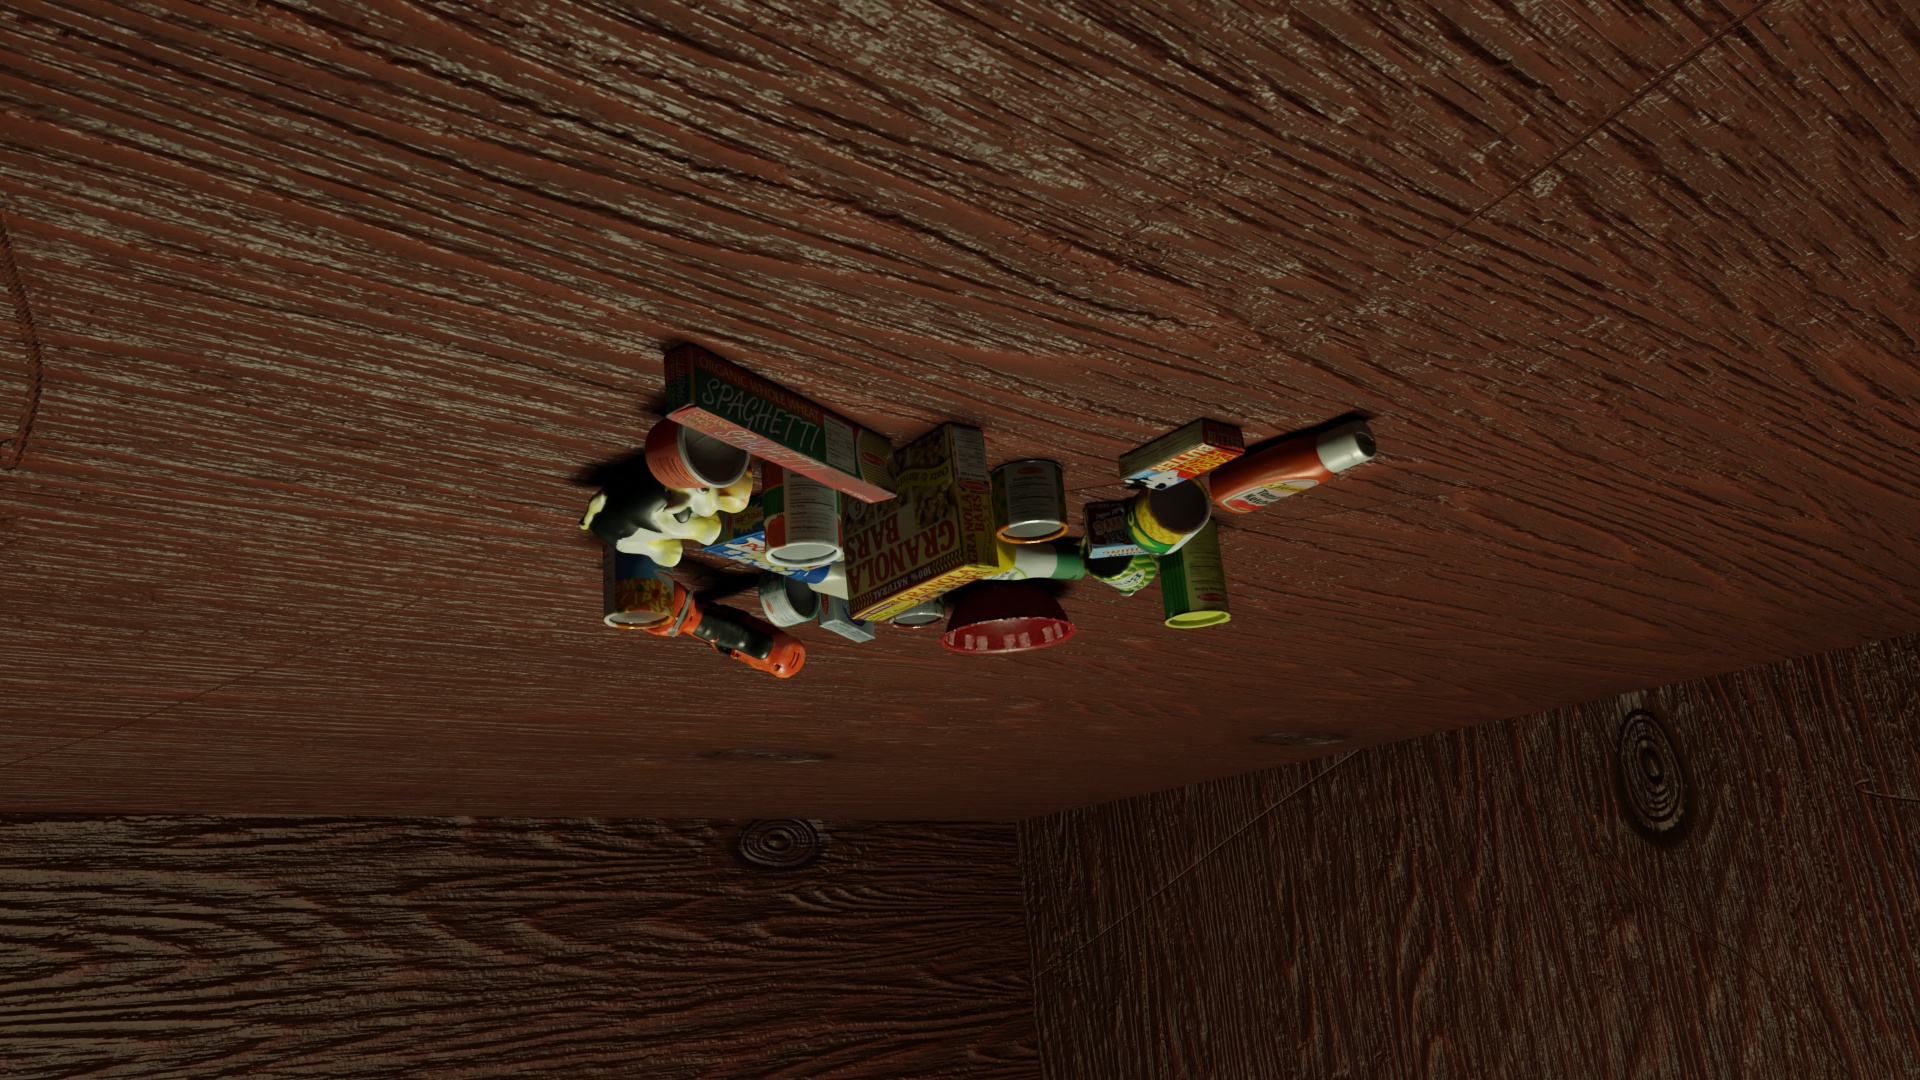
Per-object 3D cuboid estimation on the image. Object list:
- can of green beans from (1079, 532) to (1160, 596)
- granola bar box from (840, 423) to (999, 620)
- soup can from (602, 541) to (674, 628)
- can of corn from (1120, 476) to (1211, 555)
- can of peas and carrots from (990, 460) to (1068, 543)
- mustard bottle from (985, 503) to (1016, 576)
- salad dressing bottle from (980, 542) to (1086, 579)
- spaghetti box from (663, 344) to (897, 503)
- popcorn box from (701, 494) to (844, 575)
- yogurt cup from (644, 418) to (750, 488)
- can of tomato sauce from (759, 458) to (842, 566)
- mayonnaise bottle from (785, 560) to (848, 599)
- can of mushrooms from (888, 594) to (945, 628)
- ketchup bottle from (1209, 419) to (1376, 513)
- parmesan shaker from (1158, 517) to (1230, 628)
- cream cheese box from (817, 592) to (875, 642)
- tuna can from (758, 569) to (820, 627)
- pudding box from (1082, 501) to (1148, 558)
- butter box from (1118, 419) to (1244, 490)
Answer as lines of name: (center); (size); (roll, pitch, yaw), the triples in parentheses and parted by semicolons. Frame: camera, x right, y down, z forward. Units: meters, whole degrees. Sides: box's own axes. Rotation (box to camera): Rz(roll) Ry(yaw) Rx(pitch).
can of green beans: (0.162, 0.014, 1.413); (0.071, 0.071, 0.058); (-15, 159, 28)
granola bar box: (-0.040, -0.012, 1.178); (0.039, 0.124, 0.165); (8, 158, -37)
soup can: (-0.303, 0.036, 1.317); (0.071, 0.084, 0.071); (-5, 162, -2)
can of corn: (0.191, -0.028, 1.297); (0.071, 0.071, 0.058); (0, 161, -14)
can of peas and carrots: (0.062, -0.033, 1.250); (0.071, 0.059, 0.070); (-4, 162, -1)
mustard bottle: (0.005, -0.016, 1.287); (0.049, 0.065, 0.160); (-17, 154, 17)
salad dressing bottle: (0.060, 0.019, 1.436); (0.148, 0.044, 0.064); (3, 162, -25)
spaghetti box: (-0.130, -0.083, 1.053); (0.028, 0.050, 0.250); (-17, 159, 28)
popcorn box: (-0.171, -0.004, 1.307); (0.085, 0.038, 0.126); (-14, 160, 29)
yogurt cup: (-0.202, -0.070, 1.054); (0.054, 0.072, 0.072); (-10, 163, 40)
can of tomato sauce: (-0.135, -0.026, 1.175); (0.071, 0.083, 0.071); (-5, 161, -1)
mayonnaise bottle: (-0.123, 0.034, 1.437); (0.064, 0.041, 0.148); (-19, 157, 32)
can of mushrooms: (-0.051, 0.079, 1.608); (0.071, 0.033, 0.071); (-5, 162, -2)
ketchup bottle: (0.297, -0.067, 1.240); (0.065, 0.043, 0.148); (11, 155, -41)
parmesan shaker: (0.240, 0.033, 1.433); (0.071, 0.103, 0.071); (-4, 162, -1)
cream cheese box: (-0.129, 0.078, 1.549); (0.024, 0.053, 0.103); (-14, 161, 18)
tuna can: (-0.176, 0.053, 1.445); (0.033, 0.071, 0.071); (-16, 159, 28)
pudding box: (0.165, -0.012, 1.361); (0.084, 0.050, 0.030); (-4, 160, -3)
butter box: (0.193, -0.074, 1.217); (0.053, 0.024, 0.103); (10, 157, -37)
